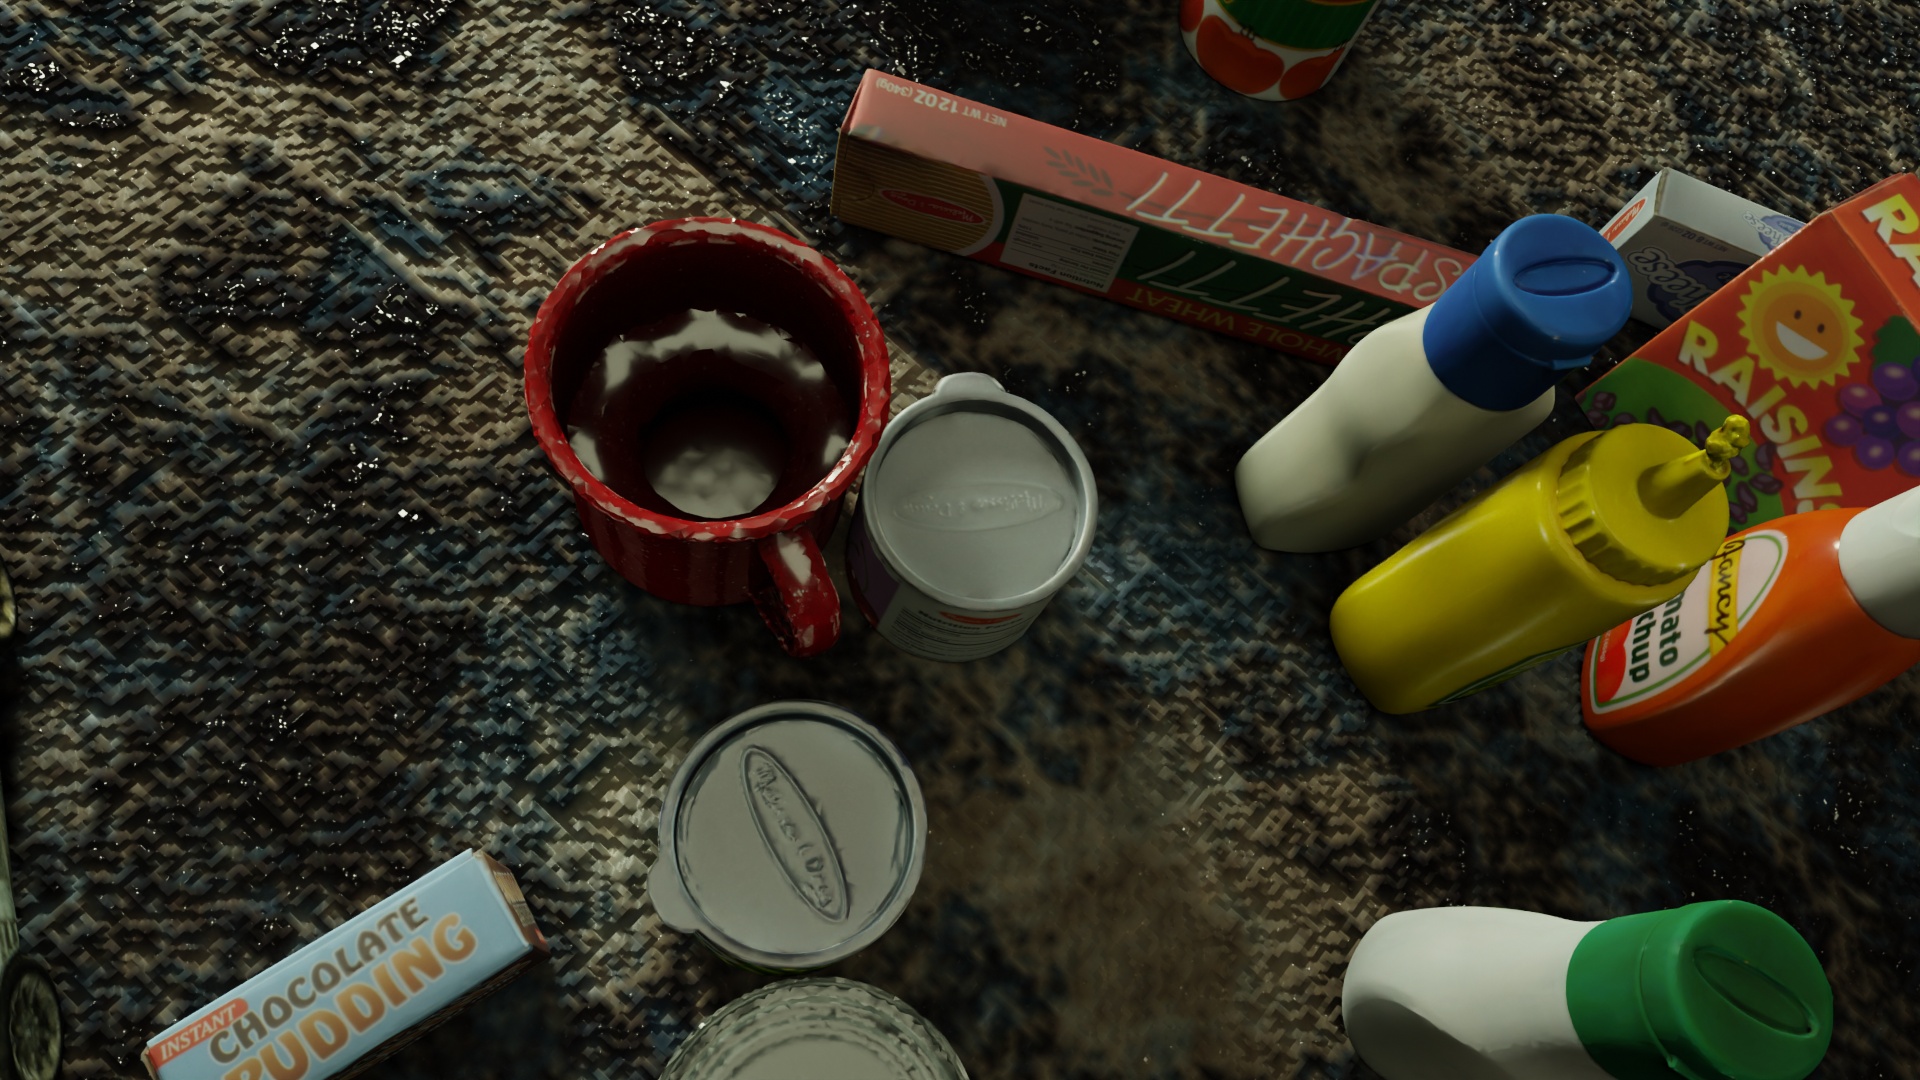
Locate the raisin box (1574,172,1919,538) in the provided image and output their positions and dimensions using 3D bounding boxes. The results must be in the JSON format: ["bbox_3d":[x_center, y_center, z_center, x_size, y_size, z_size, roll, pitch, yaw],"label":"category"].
[{"bbox_3d":[0.265,-0.043,0.435,0.040,0.123,0.086,-24,76,-17],"label":"raisin box"}]

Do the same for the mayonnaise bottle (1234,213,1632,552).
[{"bbox_3d":[0.131,-0.038,0.396,0.065,0.147,0.041,-9,72,-13],"label":"mayonnaise bottle"}]

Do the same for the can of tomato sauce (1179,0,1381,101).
[{"bbox_3d":[0.119,-0.208,0.492,0.071,0.082,0.071,3,70,-9],"label":"can of tomato sauce"}]

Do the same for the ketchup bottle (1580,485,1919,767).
[{"bbox_3d":[0.238,0.021,0.393,0.043,0.148,0.065,27,68,0],"label":"ketchup bottle"}]

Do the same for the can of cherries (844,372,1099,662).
[{"bbox_3d":[0.001,-0.005,0.408,0.071,0.058,0.072,3,70,-9],"label":"can of cherries"}]

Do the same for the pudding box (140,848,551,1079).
[{"bbox_3d":[-0.147,0.112,0.342,0.084,0.049,0.030,-30,78,-19],"label":"pudding box"}]

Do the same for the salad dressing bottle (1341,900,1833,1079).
[{"bbox_3d":[0.145,0.114,0.342,0.064,0.147,0.044,33,68,3],"label":"salad dressing bottle"}]

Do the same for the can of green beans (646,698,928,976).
[{"bbox_3d":[-0.045,0.081,0.368,0.071,0.057,0.071,3,70,-9],"label":"can of green beans"}]

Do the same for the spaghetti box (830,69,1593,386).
[{"bbox_3d":[0.082,-0.095,0.461,0.250,0.050,0.029,16,68,-4],"label":"spaghetti box"}]

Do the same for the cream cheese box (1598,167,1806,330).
[{"bbox_3d":[0.279,-0.091,0.493,0.104,0.053,0.024,21,68,-2],"label":"cream cheese box"}]

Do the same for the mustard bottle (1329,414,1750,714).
[{"bbox_3d":[0.158,0.006,0.378,0.065,0.159,0.049,-23,76,-17],"label":"mustard bottle"}]
